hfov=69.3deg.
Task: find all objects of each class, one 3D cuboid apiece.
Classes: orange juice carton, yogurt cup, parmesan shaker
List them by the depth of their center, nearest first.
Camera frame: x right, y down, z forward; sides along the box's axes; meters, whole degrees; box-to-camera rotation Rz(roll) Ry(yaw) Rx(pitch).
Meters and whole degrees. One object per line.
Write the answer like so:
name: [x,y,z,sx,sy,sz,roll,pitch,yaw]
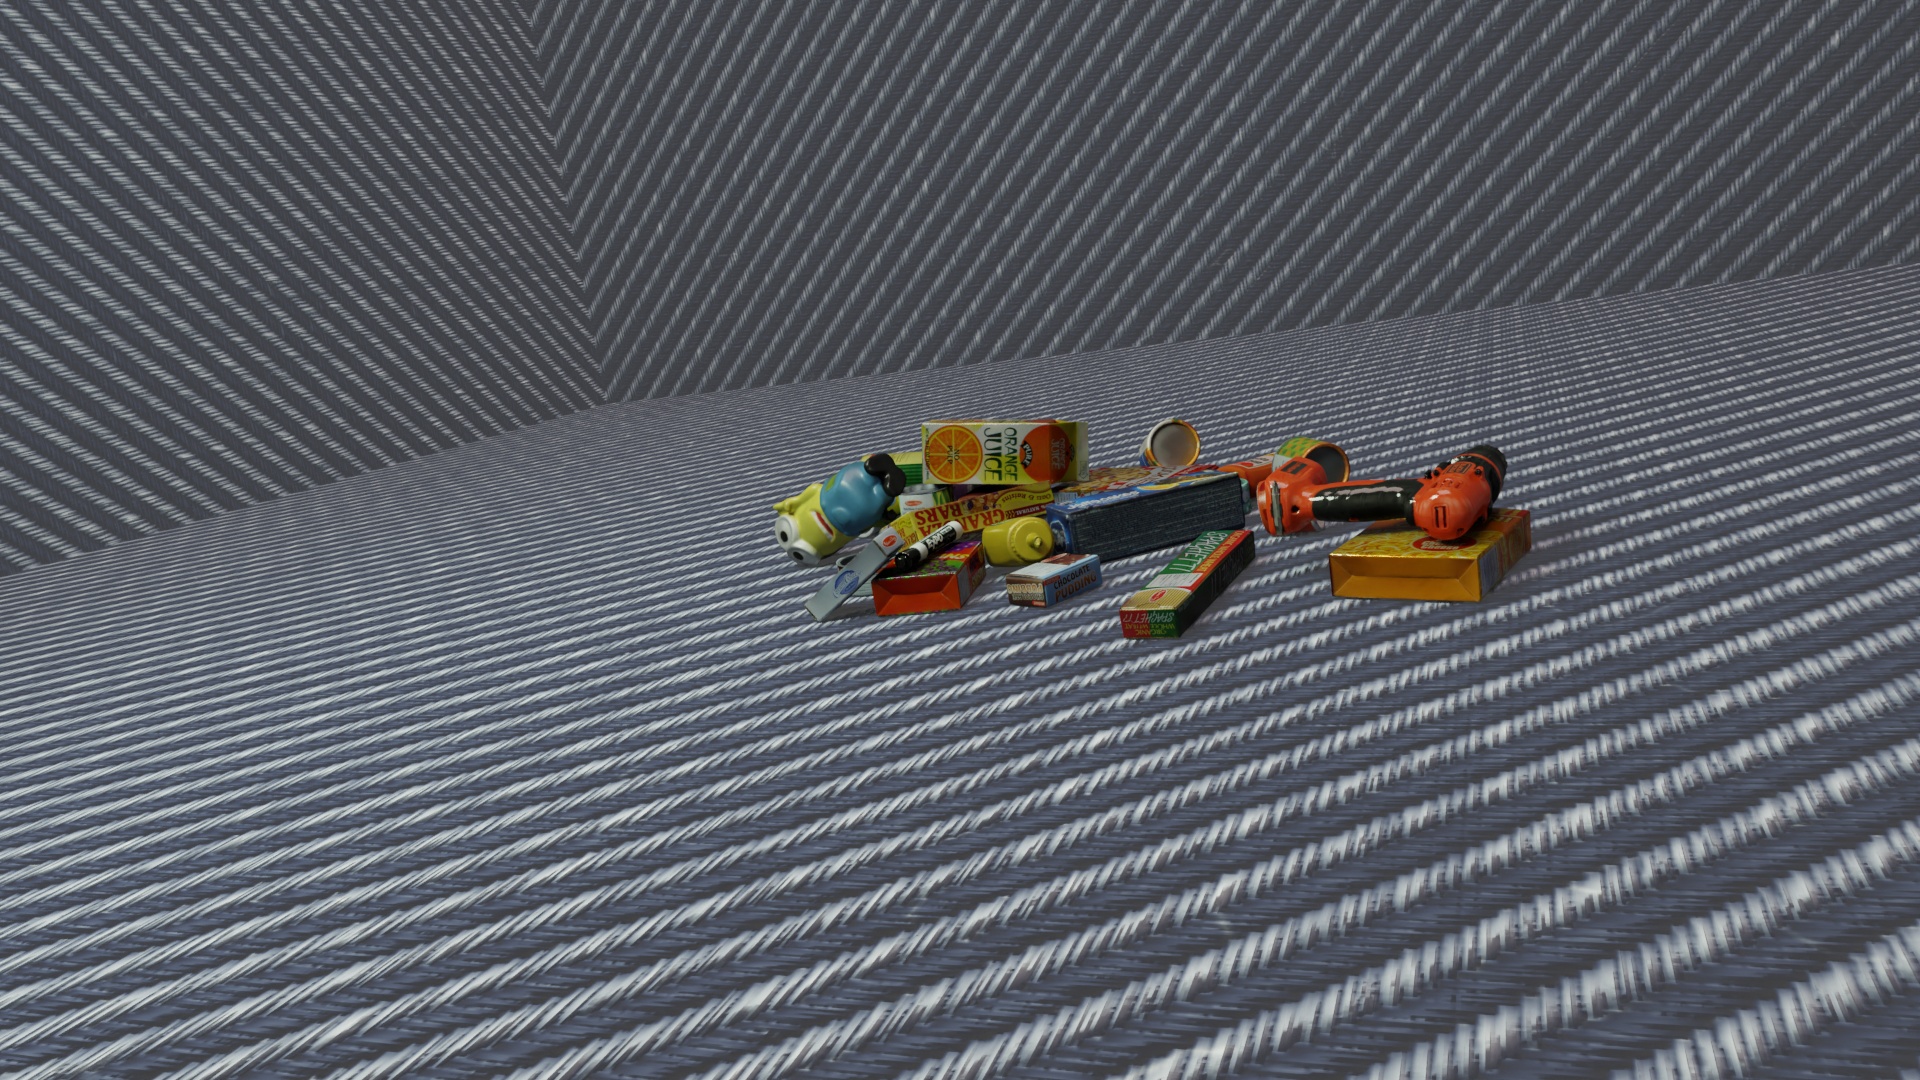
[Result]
yogurt cup: [0.332,-0.038,1.398,0.054,0.072,0.072,-12,10,25]
orange juice carton: [0.054,-0.105,1.623,0.193,0.071,0.073,1,9,9]
parmesan shaker: [-0.079,-0.084,1.869,0.103,0.071,0.071,-2,14,25]

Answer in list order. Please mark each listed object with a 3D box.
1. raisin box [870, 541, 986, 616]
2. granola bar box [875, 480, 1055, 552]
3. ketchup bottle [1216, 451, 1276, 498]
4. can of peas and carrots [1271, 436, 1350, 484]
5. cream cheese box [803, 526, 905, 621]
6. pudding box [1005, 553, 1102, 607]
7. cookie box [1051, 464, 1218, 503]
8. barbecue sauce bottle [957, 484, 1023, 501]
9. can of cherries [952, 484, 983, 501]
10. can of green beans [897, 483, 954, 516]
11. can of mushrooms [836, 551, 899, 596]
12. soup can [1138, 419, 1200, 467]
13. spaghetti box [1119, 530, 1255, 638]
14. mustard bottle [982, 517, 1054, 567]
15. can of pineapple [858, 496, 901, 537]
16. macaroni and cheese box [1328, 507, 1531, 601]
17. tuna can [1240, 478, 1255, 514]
raisin box: [-0.029,0.036,1.360,0.086,0.040,0.124,-6,12,14]
granola bar box: [0.005,-0.019,1.505,0.166,0.039,0.124,-14,-5,-23]
ketchup bottle: [0.364,-0.080,1.606,0.149,0.043,0.064,-16,9,-32]
can of peas and carrots: [0.390,-0.080,1.536,0.071,0.070,0.059,-12,13,-14]
cream cheese box: [-0.101,0.033,1.335,0.103,0.024,0.053,-43,-1,22]
pudding box: [0.088,0.037,1.301,0.049,0.030,0.084,3,16,45]
cookie box: [0.201,-0.057,1.616,0.167,0.040,0.123,0,15,33]
barbecue sauce bottle: [0.046,-0.048,1.672,0.065,0.043,0.149,10,17,16]
can of cherries: [0.004,-0.067,1.722,0.058,0.071,0.072,-2,14,28]
can of green beans: [-0.038,-0.034,1.634,0.071,0.057,0.071,-8,12,2]
can of mushrooms: [-0.093,0.032,1.431,0.071,0.033,0.071,-9,13,2]
soup can: [0.259,-0.108,1.704,0.071,0.071,0.083,-9,-6,0]
spaghetti box: [0.207,0.035,1.233,0.050,0.028,0.251,-2,14,27]
mustard bottle: [0.063,0.001,1.373,0.065,0.049,0.160,-10,0,-10]
can of pineapple: [-0.104,-0.043,1.691,0.058,0.071,0.071,-19,16,-41]
macaroni and cheese box: [0.406,0.009,1.192,0.123,0.040,0.167,1,16,36]
tuna can: [0.289,-0.047,1.532,0.071,0.032,0.071,-8,13,2]
